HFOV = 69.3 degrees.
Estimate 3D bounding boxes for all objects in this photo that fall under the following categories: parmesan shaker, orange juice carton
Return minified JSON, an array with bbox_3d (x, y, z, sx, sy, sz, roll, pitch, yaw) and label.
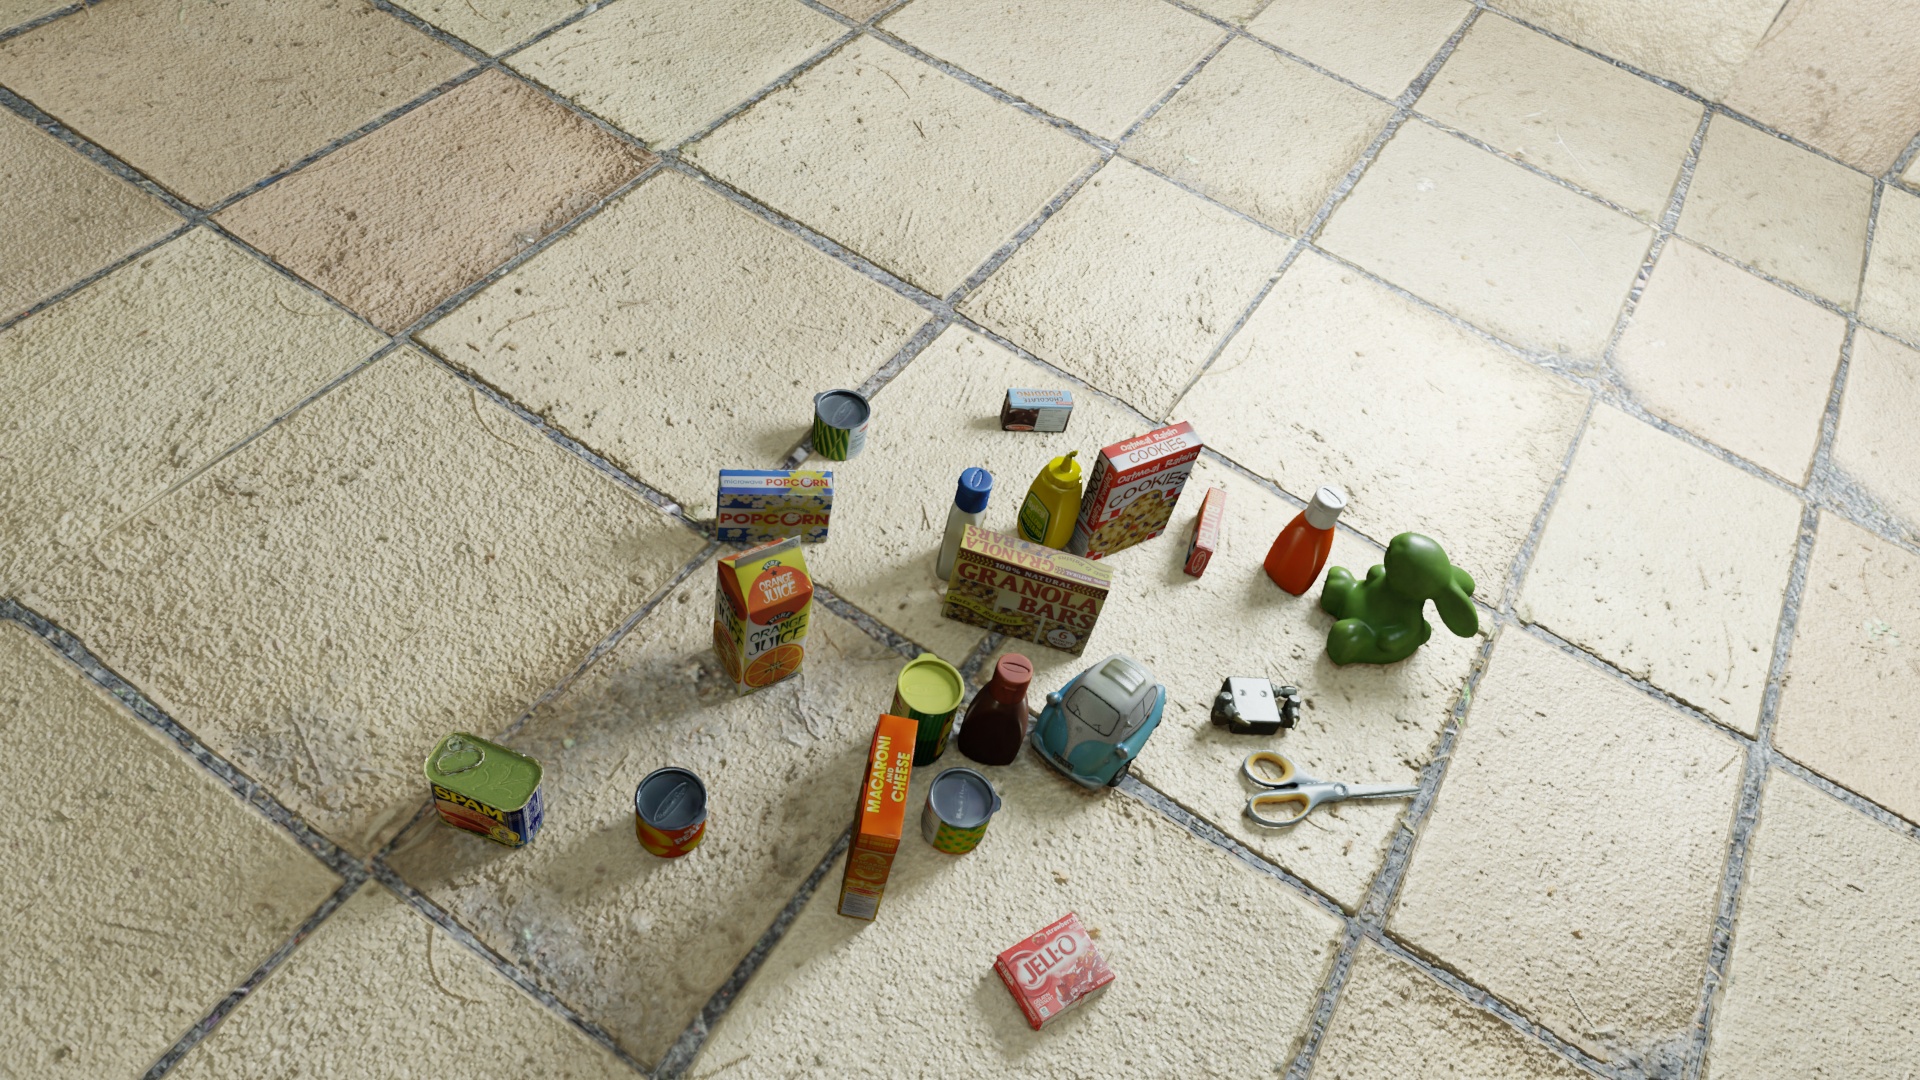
[{"bbox_3d":[-0.038,0.171,1.394,0.071,0.102,0.072,6,50,-8],"label":"parmesan shaker"},{"bbox_3d":[-0.198,0.066,1.386,0.072,0.191,0.073,-20,58,-26],"label":"orange juice carton"}]

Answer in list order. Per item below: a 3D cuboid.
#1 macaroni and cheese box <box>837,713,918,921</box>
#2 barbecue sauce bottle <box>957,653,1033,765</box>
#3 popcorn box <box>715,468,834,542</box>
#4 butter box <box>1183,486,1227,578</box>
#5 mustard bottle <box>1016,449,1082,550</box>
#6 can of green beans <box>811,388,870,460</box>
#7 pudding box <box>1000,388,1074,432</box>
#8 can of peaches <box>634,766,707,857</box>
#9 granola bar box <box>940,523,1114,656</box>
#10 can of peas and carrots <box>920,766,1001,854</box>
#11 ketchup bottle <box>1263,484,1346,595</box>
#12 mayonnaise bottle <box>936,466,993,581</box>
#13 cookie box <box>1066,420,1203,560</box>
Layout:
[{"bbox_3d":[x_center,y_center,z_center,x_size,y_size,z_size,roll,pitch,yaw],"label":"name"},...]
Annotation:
[{"bbox_3d":[-0.077,0.255,1.273,0.040,0.165,0.124,11,49,-4],"label":"macaroni and cheese box"},{"bbox_3d":[0.040,0.169,1.384,0.065,0.147,0.044,15,49,-1],"label":"barbecue sauce bottle"},{"bbox_3d":[-0.207,-0.038,1.542,0.127,0.084,0.038,0,51,-12],"label":"popcorn box"},{"bbox_3d":[0.291,-0.010,1.653,0.024,0.052,0.104,19,49,3],"label":"butter box"},{"bbox_3d":[0.106,-0.050,1.574,0.049,0.159,0.065,-24,60,-29],"label":"mustard bottle"},{"bbox_3d":[-0.143,-0.138,1.658,0.071,0.057,0.071,6,50,-8],"label":"can of green beans"},{"bbox_3d":[0.095,-0.163,1.738,0.084,0.049,0.030,0,51,-13],"label":"pudding box"},{"bbox_3d":[-0.269,0.256,1.300,0.071,0.057,0.071,6,50,-8],"label":"can of peaches"},{"bbox_3d":[0.070,0.056,1.501,0.166,0.123,0.039,16,49,1],"label":"granola bar box"},{"bbox_3d":[0.000,0.264,1.354,0.071,0.058,0.071,6,50,-8],"label":"can of peas and carrots"},{"bbox_3d":[0.403,-0.003,1.609,0.044,0.148,0.065,-27,61,-30],"label":"ketchup bottle"},{"bbox_3d":[0.005,-0.019,1.533,0.041,0.147,0.065,19,49,3],"label":"mayonnaise bottle"},{"bbox_3d":[0.197,-0.055,1.594,0.123,0.166,0.040,-20,58,-26],"label":"cookie box"}]
